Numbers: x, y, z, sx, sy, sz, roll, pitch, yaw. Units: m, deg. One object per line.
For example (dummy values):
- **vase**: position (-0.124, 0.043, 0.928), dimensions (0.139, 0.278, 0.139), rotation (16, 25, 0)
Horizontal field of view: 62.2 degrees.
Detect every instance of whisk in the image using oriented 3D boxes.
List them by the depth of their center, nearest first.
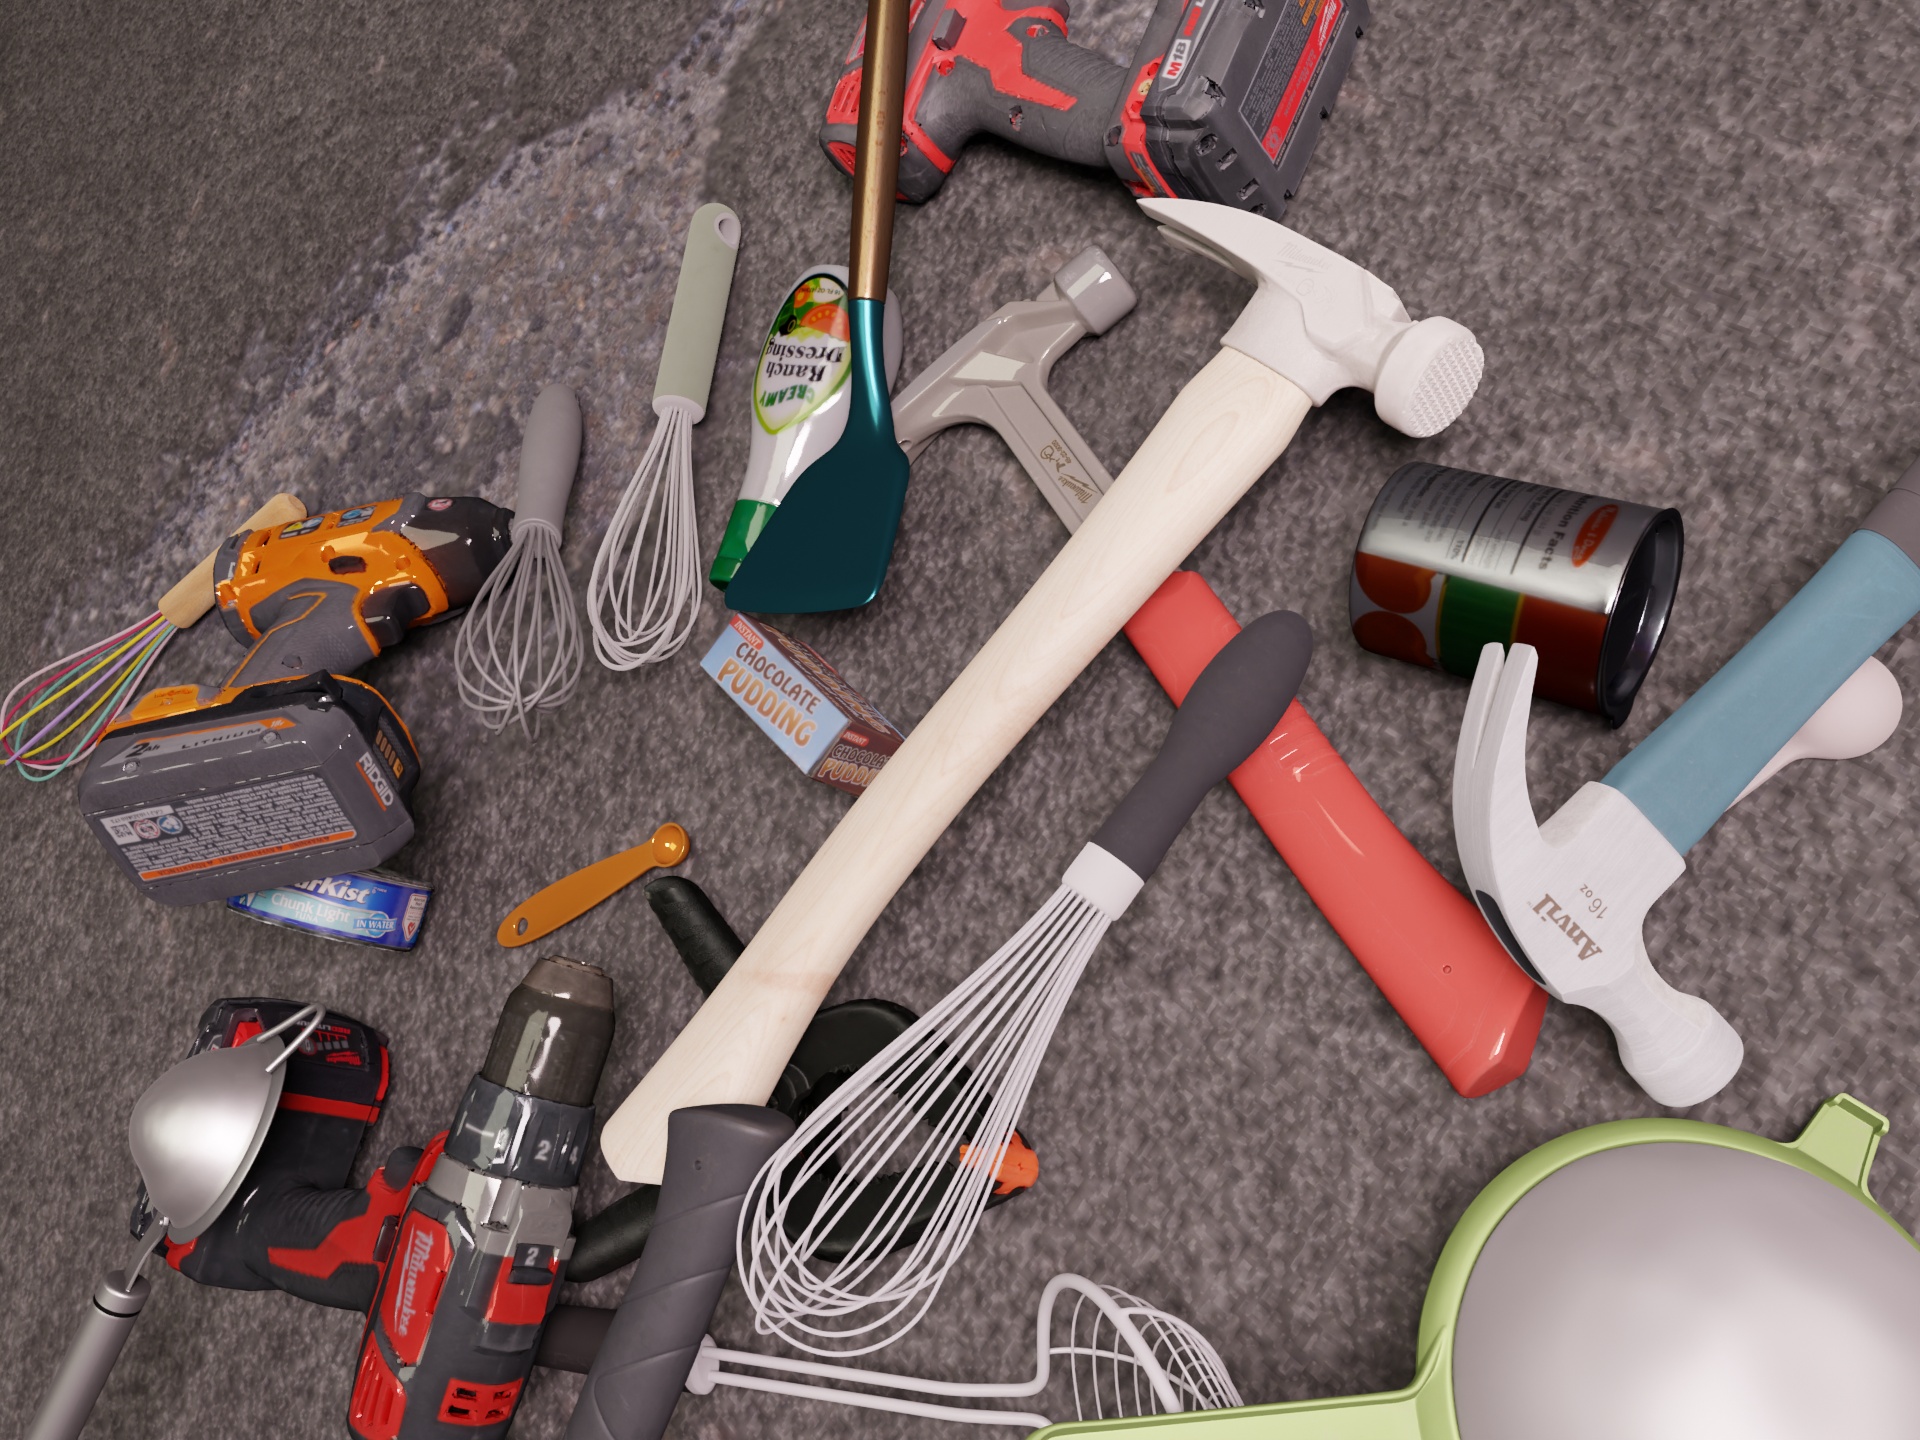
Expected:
- **whisk**: position (0.026, 0.078, 0.509), dimensions (0.070, 0.070, 0.284), rotation (32, 81, 35)
- **whisk**: position (-0.192, -0.082, 0.727), dimensions (0.055, 0.055, 0.239), rotation (-28, 42, 20)
- **whisk**: position (-0.133, -0.137, 0.740), dimensions (0.059, 0.057, 0.246), rotation (-9, 64, 37)
- **whisk**: position (-0.466, -0.046, 0.910), dimensions (0.245, 0.047, 0.051), rotation (-38, 57, 11)

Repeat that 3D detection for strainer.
- **strainer**: position (0.141, 0.170, 0.386), dimensions (0.256, 0.069, 0.152), rotation (-5, 62, -2)
- **strainer**: position (-0.333, 0.222, 0.634), dimensions (0.087, 0.050, 0.258), rotation (31, 95, 55)

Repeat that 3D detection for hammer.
- **hammer**: position (0.270, -0.052, 0.443), dimensions (0.128, 0.033, 0.331), rotation (45, 90, -5)
- **hammer**: position (-0.146, 0.316, 0.542), dimensions (0.149, 0.036, 0.409), rotation (26, 96, 33)
- **hammer**: position (-0.001, -0.002, 0.574), dimensions (0.410, 0.038, 0.146), rotation (-51, 54, 6)
- **hammer**: position (0.078, -0.019, 0.576), dimensions (0.149, 0.036, 0.359), rotation (-39, 57, 14)

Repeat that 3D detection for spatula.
- **spatula**: position (-0.042, -0.198, 0.646), dimensions (0.082, 0.044, 0.317), rotation (2, 87, 38)

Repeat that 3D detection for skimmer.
- **skimmer**: position (-0.059, 0.238, 0.536), dimensions (0.363, 0.090, 0.127), rotation (-6, 96, 31)

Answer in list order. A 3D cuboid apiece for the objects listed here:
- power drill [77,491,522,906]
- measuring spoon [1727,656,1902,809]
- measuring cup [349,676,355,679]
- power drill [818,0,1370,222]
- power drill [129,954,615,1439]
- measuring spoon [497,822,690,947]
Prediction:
- **power drill**: position (-0.278, -0.028, 0.720), dimensions (0.164, 0.084, 0.227), rotation (-12, 36, 6)
- **measuring spoon**: position (0.226, 0.019, 0.485), dimensions (0.124, 0.018, 0.034), rotation (-37, 59, 15)
- **measuring cup**: position (-0.357, 0.040, 0.817), dimensions (0.167, 0.038, 0.083), rotation (-39, 58, 16)
- **power drill**: position (0.047, -0.285, 0.667), dimensions (0.220, 0.078, 0.143), rotation (21, 85, 37)
- **power drill**: position (-0.234, 0.173, 0.651), dimensions (0.227, 0.080, 0.188), rotation (8, 77, 41)
- **measuring spoon**: position (-0.163, 0.075, 0.706), dimensions (0.117, 0.011, 0.021), rotation (-28, 61, 24)
